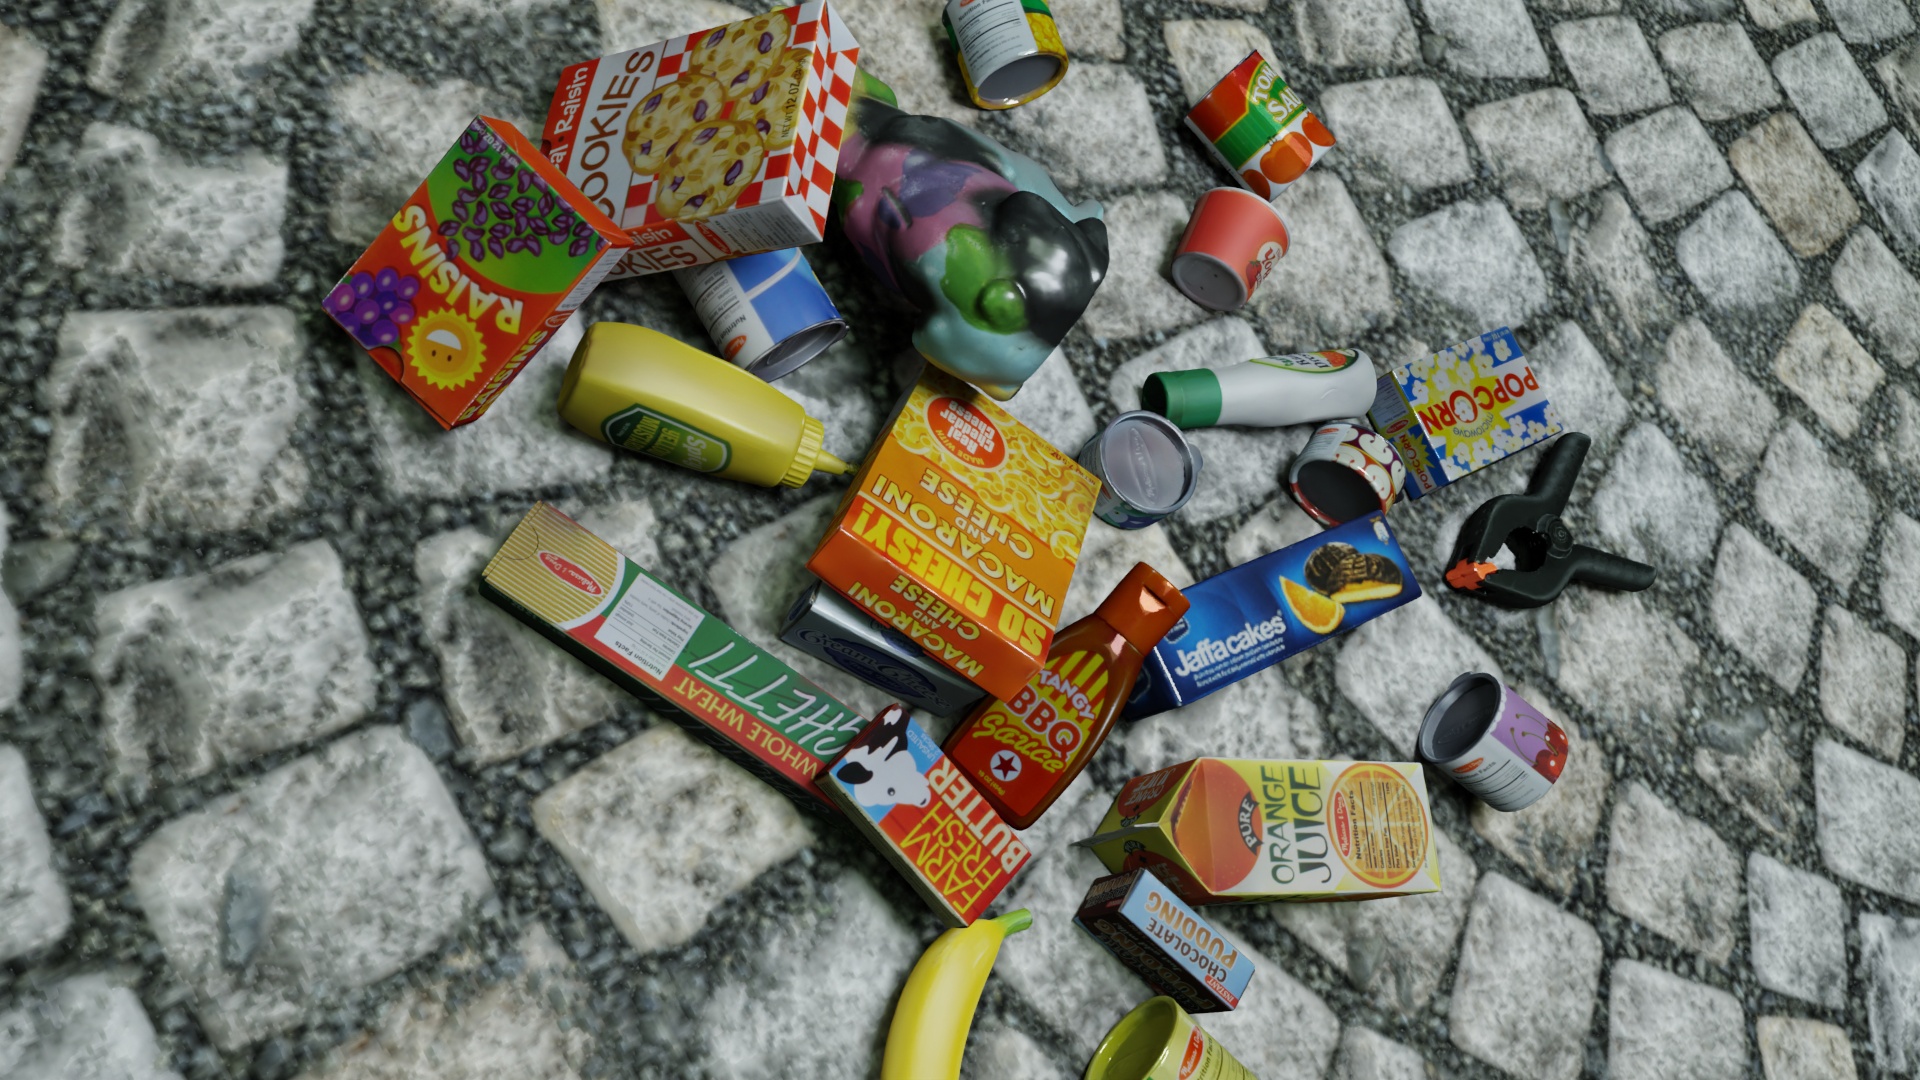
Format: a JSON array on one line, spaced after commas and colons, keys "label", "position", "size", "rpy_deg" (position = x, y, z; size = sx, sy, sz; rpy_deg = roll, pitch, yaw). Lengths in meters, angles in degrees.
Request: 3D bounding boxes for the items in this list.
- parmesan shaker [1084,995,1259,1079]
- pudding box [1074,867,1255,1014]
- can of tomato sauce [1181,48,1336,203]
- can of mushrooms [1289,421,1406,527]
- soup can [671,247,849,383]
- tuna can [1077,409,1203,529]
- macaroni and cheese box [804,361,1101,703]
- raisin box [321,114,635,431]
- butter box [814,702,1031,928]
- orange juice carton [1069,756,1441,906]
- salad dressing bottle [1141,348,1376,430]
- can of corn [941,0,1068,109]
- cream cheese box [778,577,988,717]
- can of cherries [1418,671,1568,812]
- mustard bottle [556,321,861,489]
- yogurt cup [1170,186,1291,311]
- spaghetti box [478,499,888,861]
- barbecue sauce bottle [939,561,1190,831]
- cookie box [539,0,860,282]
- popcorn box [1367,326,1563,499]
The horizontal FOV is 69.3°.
[{"label": "parmesan shaker", "position": [0.120, 0.292, 0.698], "size": [0.103, 0.071, 0.071], "rpy_deg": [44, 60, -5]}, {"label": "pudding box", "position": [0.107, 0.211, 0.731], "size": [0.083, 0.049, 0.030], "rpy_deg": [42, 59, -6]}, {"label": "can of tomato sauce", "position": [0.203, -0.279, 0.939], "size": [0.083, 0.071, 0.071], "rpy_deg": [47, 60, -3]}, {"label": "can of mushrooms", "position": [0.245, -0.038, 0.873], "size": [0.071, 0.070, 0.033], "rpy_deg": [42, 61, -6]}, {"label": "soup can", "position": [-0.109, -0.135, 0.748], "size": [0.071, 0.071, 0.084], "rpy_deg": [-29, 85, -30]}, {"label": "tuna can", "position": [0.107, -0.042, 0.831], "size": [0.071, 0.032, 0.071], "rpy_deg": [8, 69, -22]}, {"label": "macaroni and cheese box", "position": [0.003, -0.009, 0.734], "size": [0.123, 0.040, 0.167], "rpy_deg": [35, 38, -9]}, {"label": "raisin box", "position": [-0.230, -0.127, 0.664], "size": [0.086, 0.040, 0.123], "rpy_deg": [44, 102, -5]}, {"label": "butter box", "position": [-0.018, 0.135, 0.681], "size": [0.103, 0.024, 0.053], "rpy_deg": [49, 61, -4]}, {"label": "orange juice carton", "position": [0.161, 0.161, 0.761], "size": [0.193, 0.071, 0.073], "rpy_deg": [5, 70, -23]}, {"label": "salad dressing bottle", "position": [0.188, -0.093, 0.874], "size": [0.148, 0.064, 0.043], "rpy_deg": [-8, 110, -19]}, {"label": "can of corn", "position": [0.030, -0.314, 0.876], "size": [0.071, 0.071, 0.058], "rpy_deg": [-13, 79, -28]}, {"label": "cream cheese box", "position": [-0.038, 0.056, 0.718], "size": [0.104, 0.053, 0.024], "rpy_deg": [28, 59, -13]}, {"label": "can of cherries", "position": [0.328, 0.122, 0.855], "size": [0.058, 0.071, 0.072], "rpy_deg": [35, 61, -10]}, {"label": "mustard bottle", "position": [-0.123, -0.061, 0.717], "size": [0.160, 0.065, 0.049], "rpy_deg": [20, 61, -21]}, {"label": "yogurt cup", "position": [0.171, -0.185, 0.896], "size": [0.072, 0.072, 0.054], "rpy_deg": [35, 70, -10]}, {"label": "spaghetti box", "position": [-0.119, 0.073, 0.689], "size": [0.250, 0.028, 0.050], "rpy_deg": [36, 61, -9]}, {"label": "barbecue sauce bottle", "position": [0.058, 0.077, 0.725], "size": [0.065, 0.043, 0.148], "rpy_deg": [42, 87, 6]}, {"label": "cookie box", "position": [-0.142, -0.200, 0.709], "size": [0.040, 0.167, 0.123], "rpy_deg": [44, 48, -55]}, {"label": "popcorn box", "position": [0.344, -0.089, 0.953], "size": [0.127, 0.038, 0.085], "rpy_deg": [-21, 82, -29]}]
